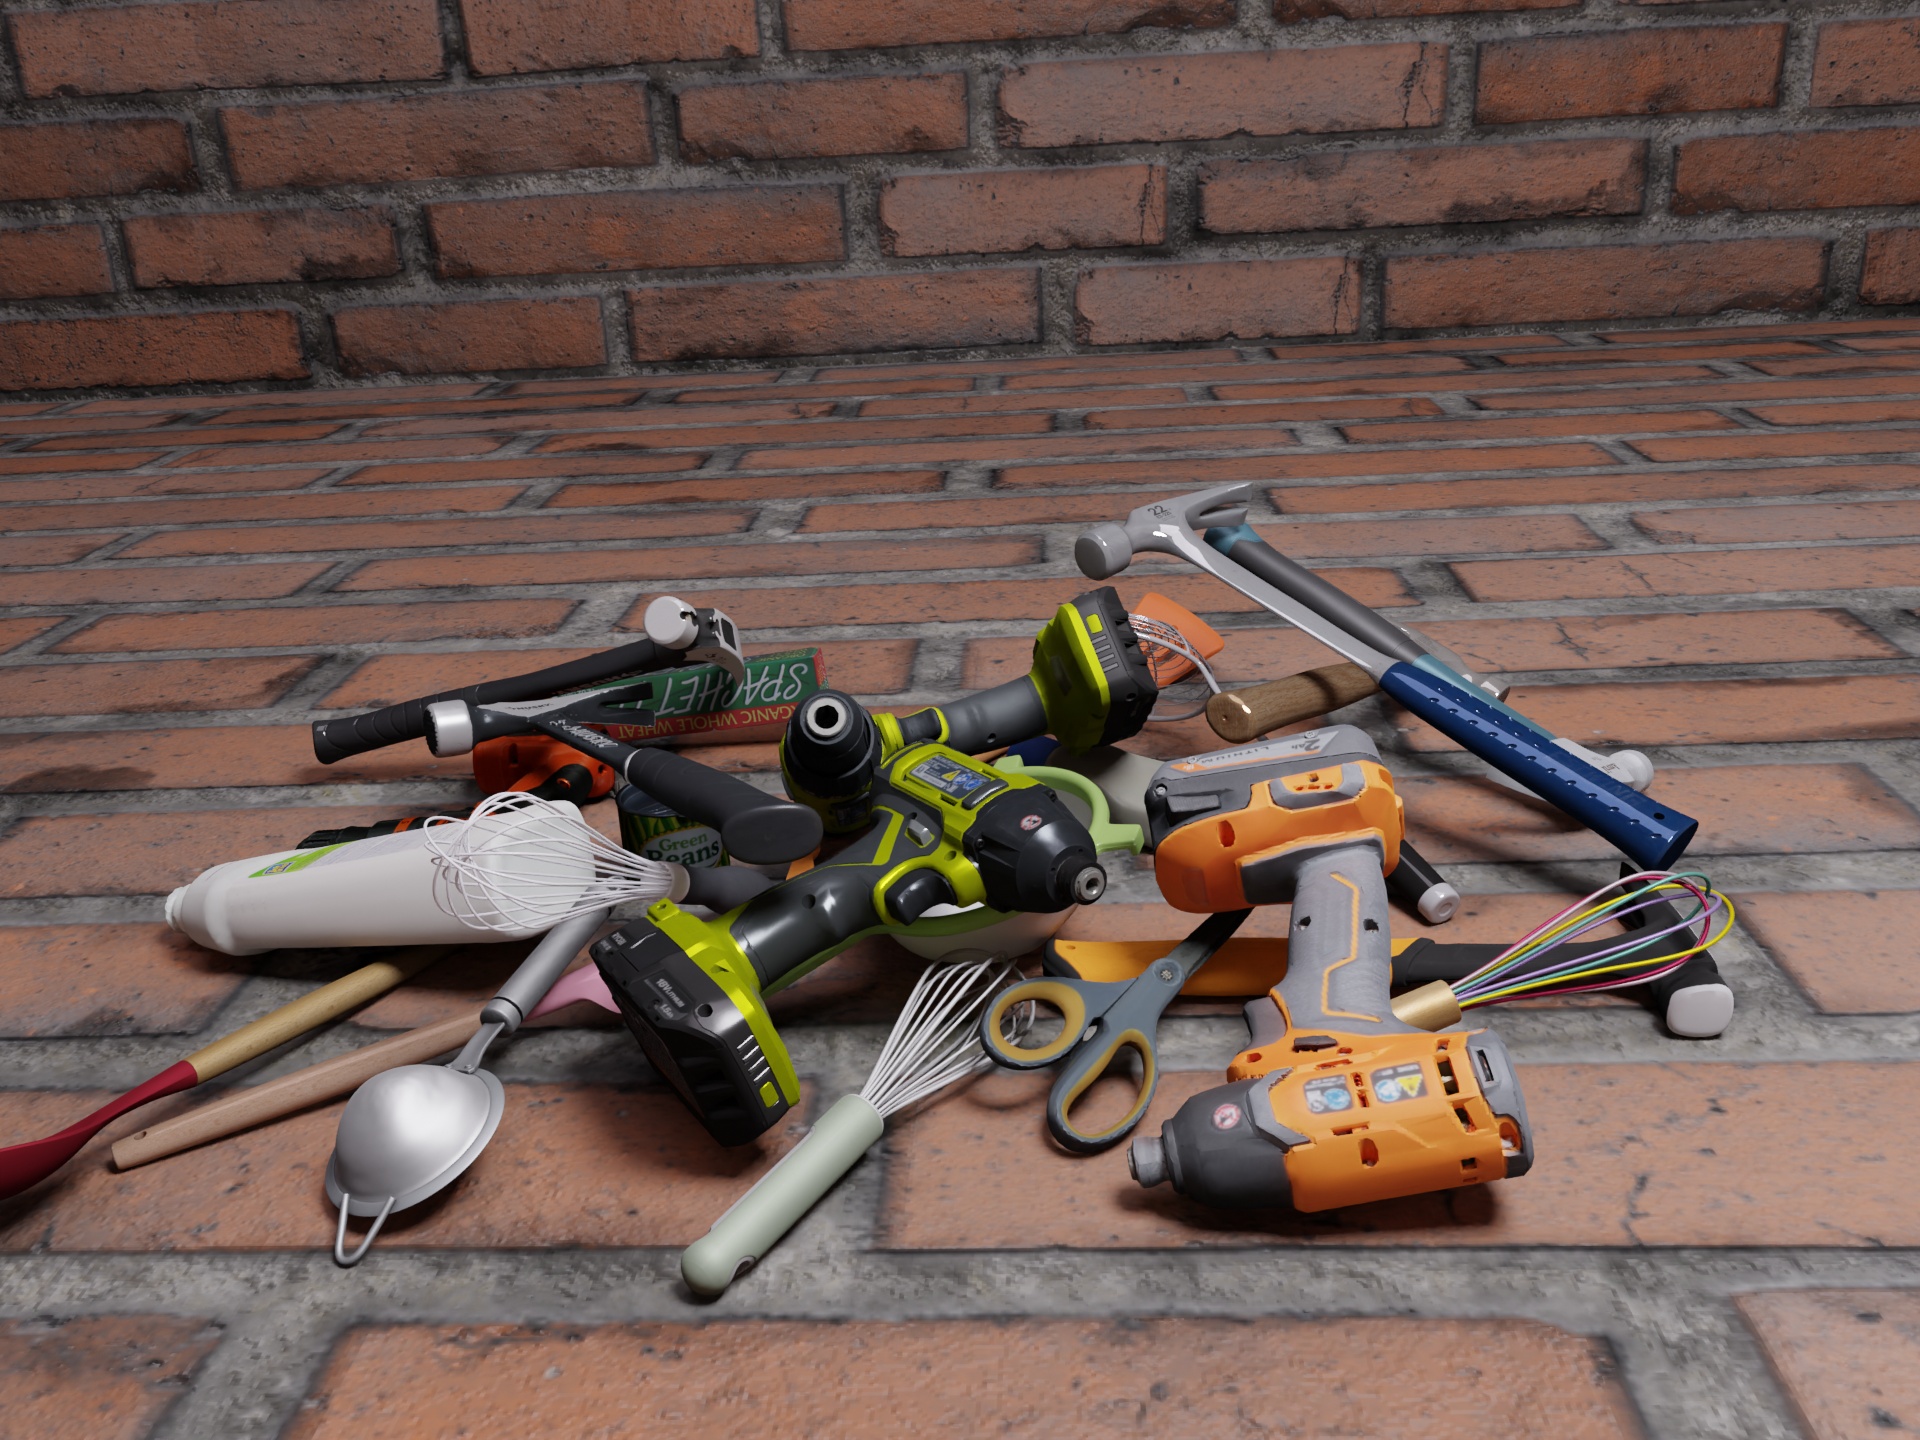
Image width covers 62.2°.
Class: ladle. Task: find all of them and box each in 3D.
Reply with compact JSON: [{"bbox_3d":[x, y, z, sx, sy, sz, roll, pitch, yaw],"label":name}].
[{"bbox_3d":[-0.366,0.165,0.798,0.069,0.031,0.315,-18,5,32],"label":"ladle"}]

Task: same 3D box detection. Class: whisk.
[{"bbox_3d":[-0.172,0.083,0.830,0.070,0.070,0.284,8,-7,25],"label":"whisk"},{"bbox_3d":[-0.041,0.176,0.729,0.059,0.057,0.246,38,41,14],"label":"whisk"},{"bbox_3d":[0.255,0.127,0.758,0.245,0.051,0.047,-21,56,-4],"label":"whisk"}]

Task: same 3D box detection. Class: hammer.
[{"bbox_3d":[0.260,-0.037,0.976,0.144,0.035,0.406,-26,49,-33],"label":"hammer"},{"bbox_3d":[-0.311,-0.020,1.124,0.335,0.035,0.146,-14,-12,14],"label":"hammer"},{"bbox_3d":[0.297,-0.044,1.065,0.331,0.033,0.128,40,29,30],"label":"hammer"},{"bbox_3d":[0.211,0.123,0.837,0.337,0.034,0.127,-2,23,3],"label":"hammer"},{"bbox_3d":[0.256,-0.026,1.071,0.130,0.031,0.331,37,29,27],"label":"hammer"},{"bbox_3d":[-0.183,0.024,0.909,0.149,0.036,0.409,-10,13,-31],"label":"hammer"}]

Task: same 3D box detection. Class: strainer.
[{"bbox_3d":[-0.025,0.118,0.868,0.256,0.069,0.152,-31,26,-17],"label":"strainer"},{"bbox_3d":[-0.229,0.148,0.771,0.087,0.050,0.258,-6,27,23],"label":"strainer"}]

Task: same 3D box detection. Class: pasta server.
[{"bbox_3d":[-0.258,0.167,0.812,0.316,0.040,0.060,-18,26,-24],"label":"pasta server"}]

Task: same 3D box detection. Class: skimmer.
[{"bbox_3d":[0.174,0.033,1.028,0.090,0.127,0.364,-45,42,5],"label":"skimmer"}]

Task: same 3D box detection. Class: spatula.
[{"bbox_3d":[0.079,-0.017,1.198,0.081,0.041,0.322,39,42,24],"label":"spatula"}]

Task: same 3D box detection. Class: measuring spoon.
[{"bbox_3d":[-0.097,0.105,0.964,0.021,0.011,0.117,-3,25,0],"label":"measuring spoon"}]

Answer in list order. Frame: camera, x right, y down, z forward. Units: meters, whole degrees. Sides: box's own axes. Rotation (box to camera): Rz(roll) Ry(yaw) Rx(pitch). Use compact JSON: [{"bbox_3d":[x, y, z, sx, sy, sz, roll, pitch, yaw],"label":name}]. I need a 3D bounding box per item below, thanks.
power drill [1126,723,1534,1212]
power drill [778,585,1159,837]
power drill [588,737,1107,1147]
[{"bbox_3d":[0.146,0.116,0.726,0.164,0.084,0.227,-13,44,7],"label":"power drill"},{"bbox_3d":[-0.002,-0.003,0.974,0.228,0.080,0.190,-19,-14,-7],"label":"power drill"},{"bbox_3d":[-0.050,0.097,0.765,0.223,0.080,0.171,-32,27,-21],"label":"power drill"}]
